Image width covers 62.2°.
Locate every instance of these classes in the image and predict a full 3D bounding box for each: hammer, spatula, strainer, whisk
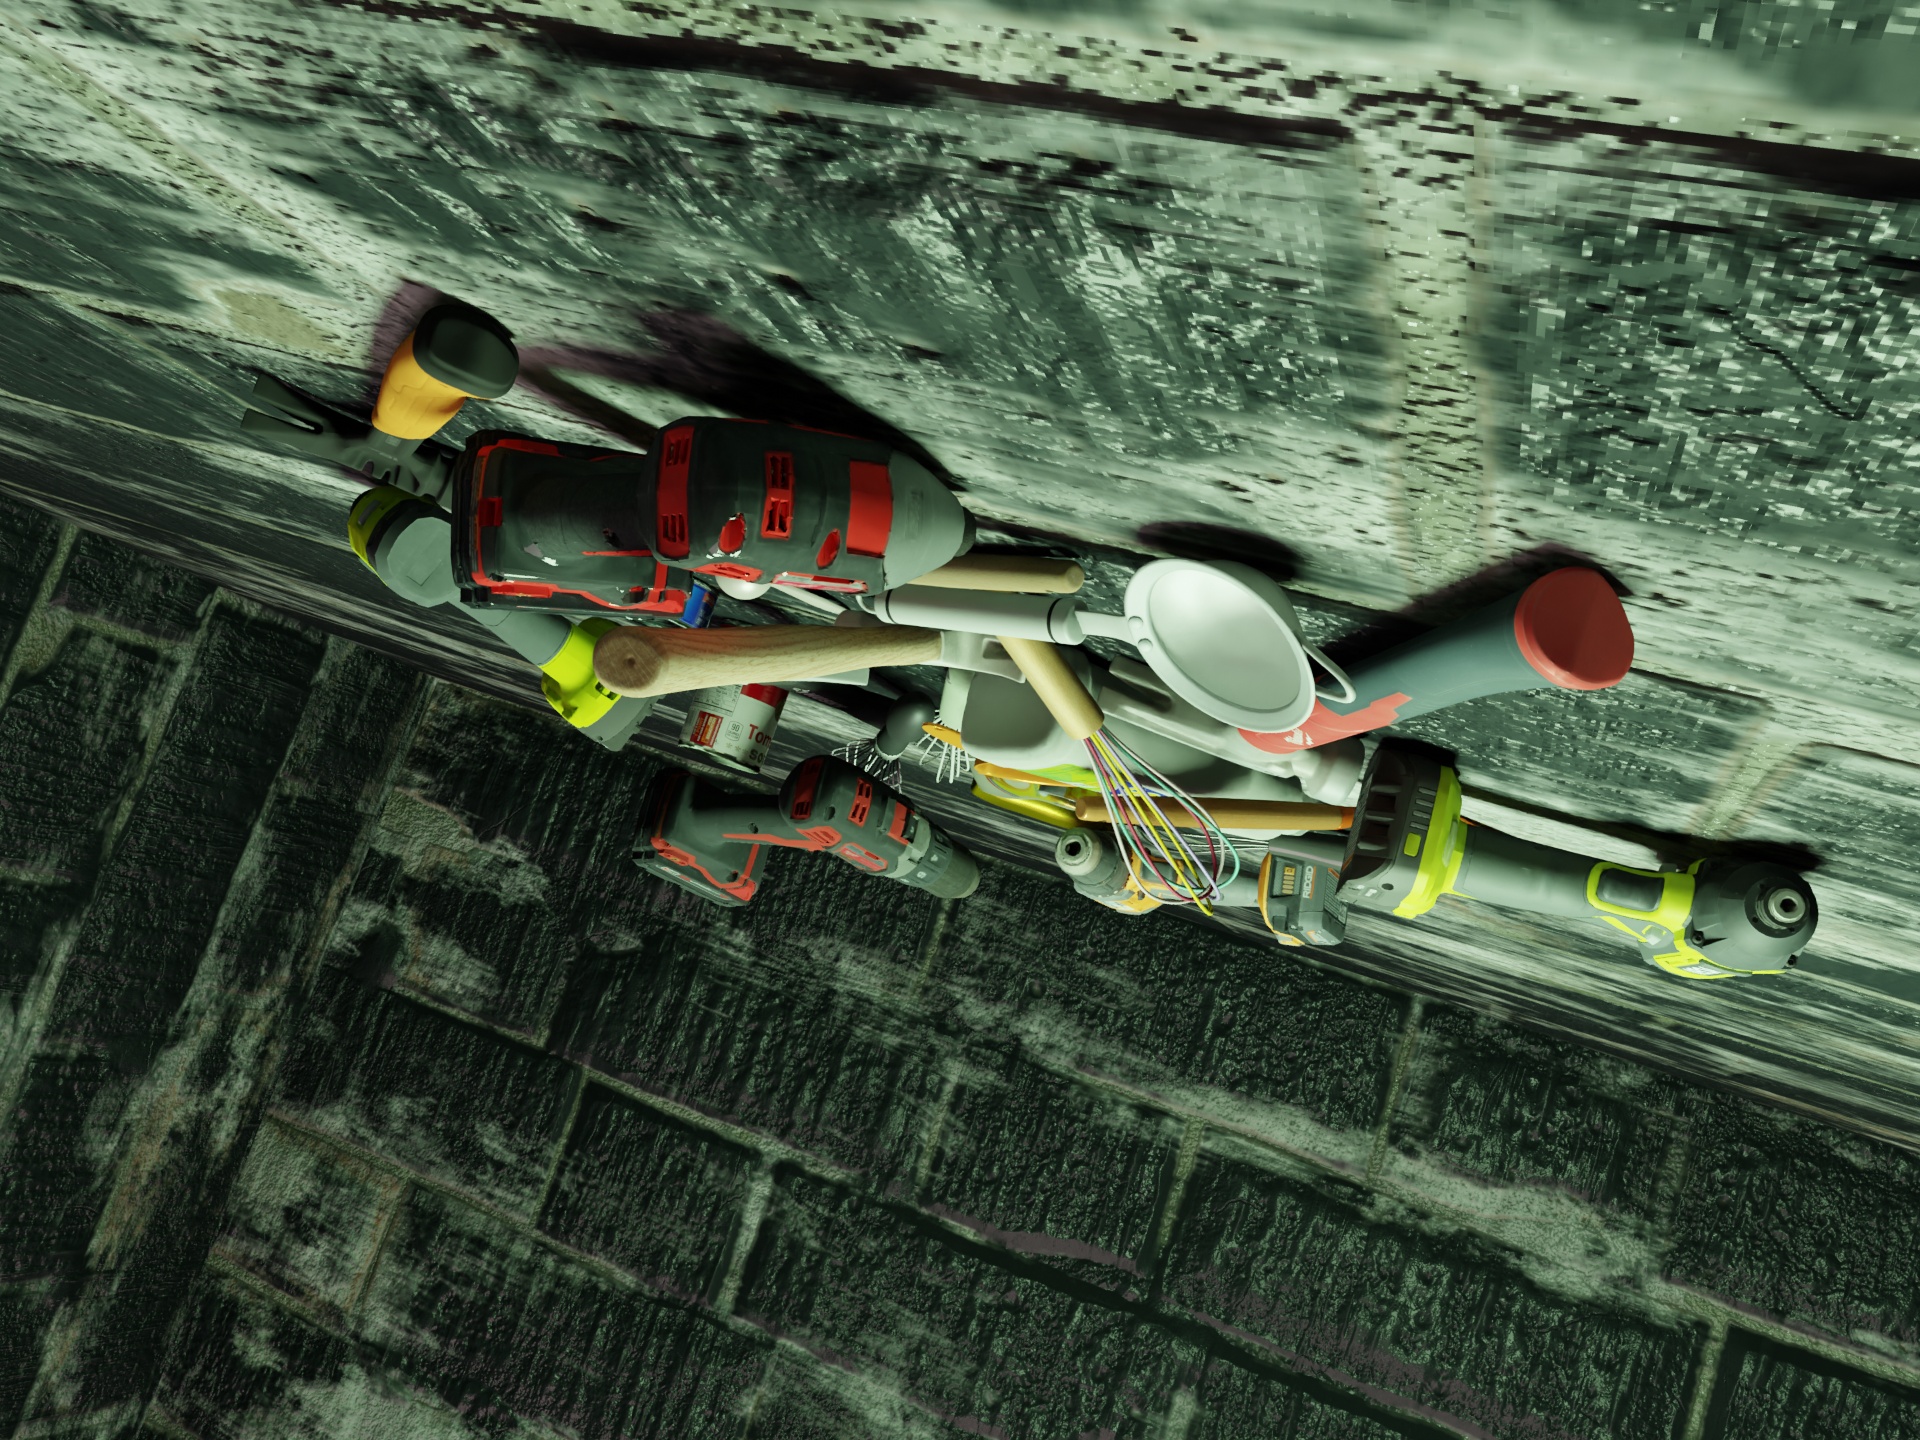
[{"bbox_3d":[-0.064,-0.033,0.761,0.130,0.031,0.331,5,-174,21],"label":"hammer"},{"bbox_3d":[0.206,0.066,0.949,0.322,0.041,0.081,4,171,-29],"label":"spatula"},{"bbox_3d":[0.052,-0.043,0.656,0.258,0.050,0.086,9,138,38],"label":"strainer"},{"bbox_3d":[-0.002,-0.003,1.093,0.059,0.058,0.246,11,165,-1],"label":"whisk"},{"bbox_3d":[-0.058,0.023,1.157,0.070,0.070,0.284,20,162,-7],"label":"whisk"},{"bbox_3d":[-0.274,-0.153,0.769,0.127,0.034,0.337,21,172,-25],"label":"hammer"},{"bbox_3d":[0.157,-0.016,0.676,0.143,0.038,0.386,21,173,-2],"label":"hammer"},{"bbox_3d":[0.241,0.090,1.220,0.239,0.055,0.055,11,170,26],"label":"whisk"},{"bbox_3d":[-0.070,-0.013,1.196,0.146,0.035,0.334,-2,168,25],"label":"hammer"},{"bbox_3d":[0.077,0.018,0.816,0.051,0.047,0.244,-12,130,35],"label":"whisk"}]

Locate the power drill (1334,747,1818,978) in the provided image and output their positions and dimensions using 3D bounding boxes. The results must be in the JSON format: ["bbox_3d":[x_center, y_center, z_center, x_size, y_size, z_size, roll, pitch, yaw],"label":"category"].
[{"bbox_3d":[0.321,0.082,0.842,0.223,0.080,0.171,14,172,11],"label":"power drill"}]

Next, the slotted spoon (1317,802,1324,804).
[{"bbox_3d":[0.136,0.043,1.197,0.314,0.031,0.070,11,164,39],"label":"slotted spoon"}]

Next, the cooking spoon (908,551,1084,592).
[{"bbox_3d":[-0.051,-0.079,0.804,0.068,0.017,0.319,14,178,-40],"label":"cooking spoon"}]

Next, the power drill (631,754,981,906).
[{"bbox_3d":[-0.113,0.091,1.195,0.227,0.080,0.187,-7,151,38],"label":"power drill"}]

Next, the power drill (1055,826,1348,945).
[{"bbox_3d":[0.199,0.130,1.335,0.226,0.084,0.185,4,167,25],"label":"power drill"}]

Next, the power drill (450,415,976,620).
[{"bbox_3d":[-0.105,-0.082,0.659,0.143,0.078,0.220,1,-178,-44],"label":"power drill"}]

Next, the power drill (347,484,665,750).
[{"bbox_3d":[-0.325,-0.083,1.117,0.228,0.080,0.191,39,174,-32],"label":"power drill"}]

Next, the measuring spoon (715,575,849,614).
[{"bbox_3d":[-0.103,-0.071,0.946,0.034,0.018,0.124,15,179,31],"label":"measuring spoon"}]

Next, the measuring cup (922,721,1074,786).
[{"bbox_3d":[0.031,0.001,0.993,0.095,0.052,0.173,0,167,35],"label":"measuring cup"}]
